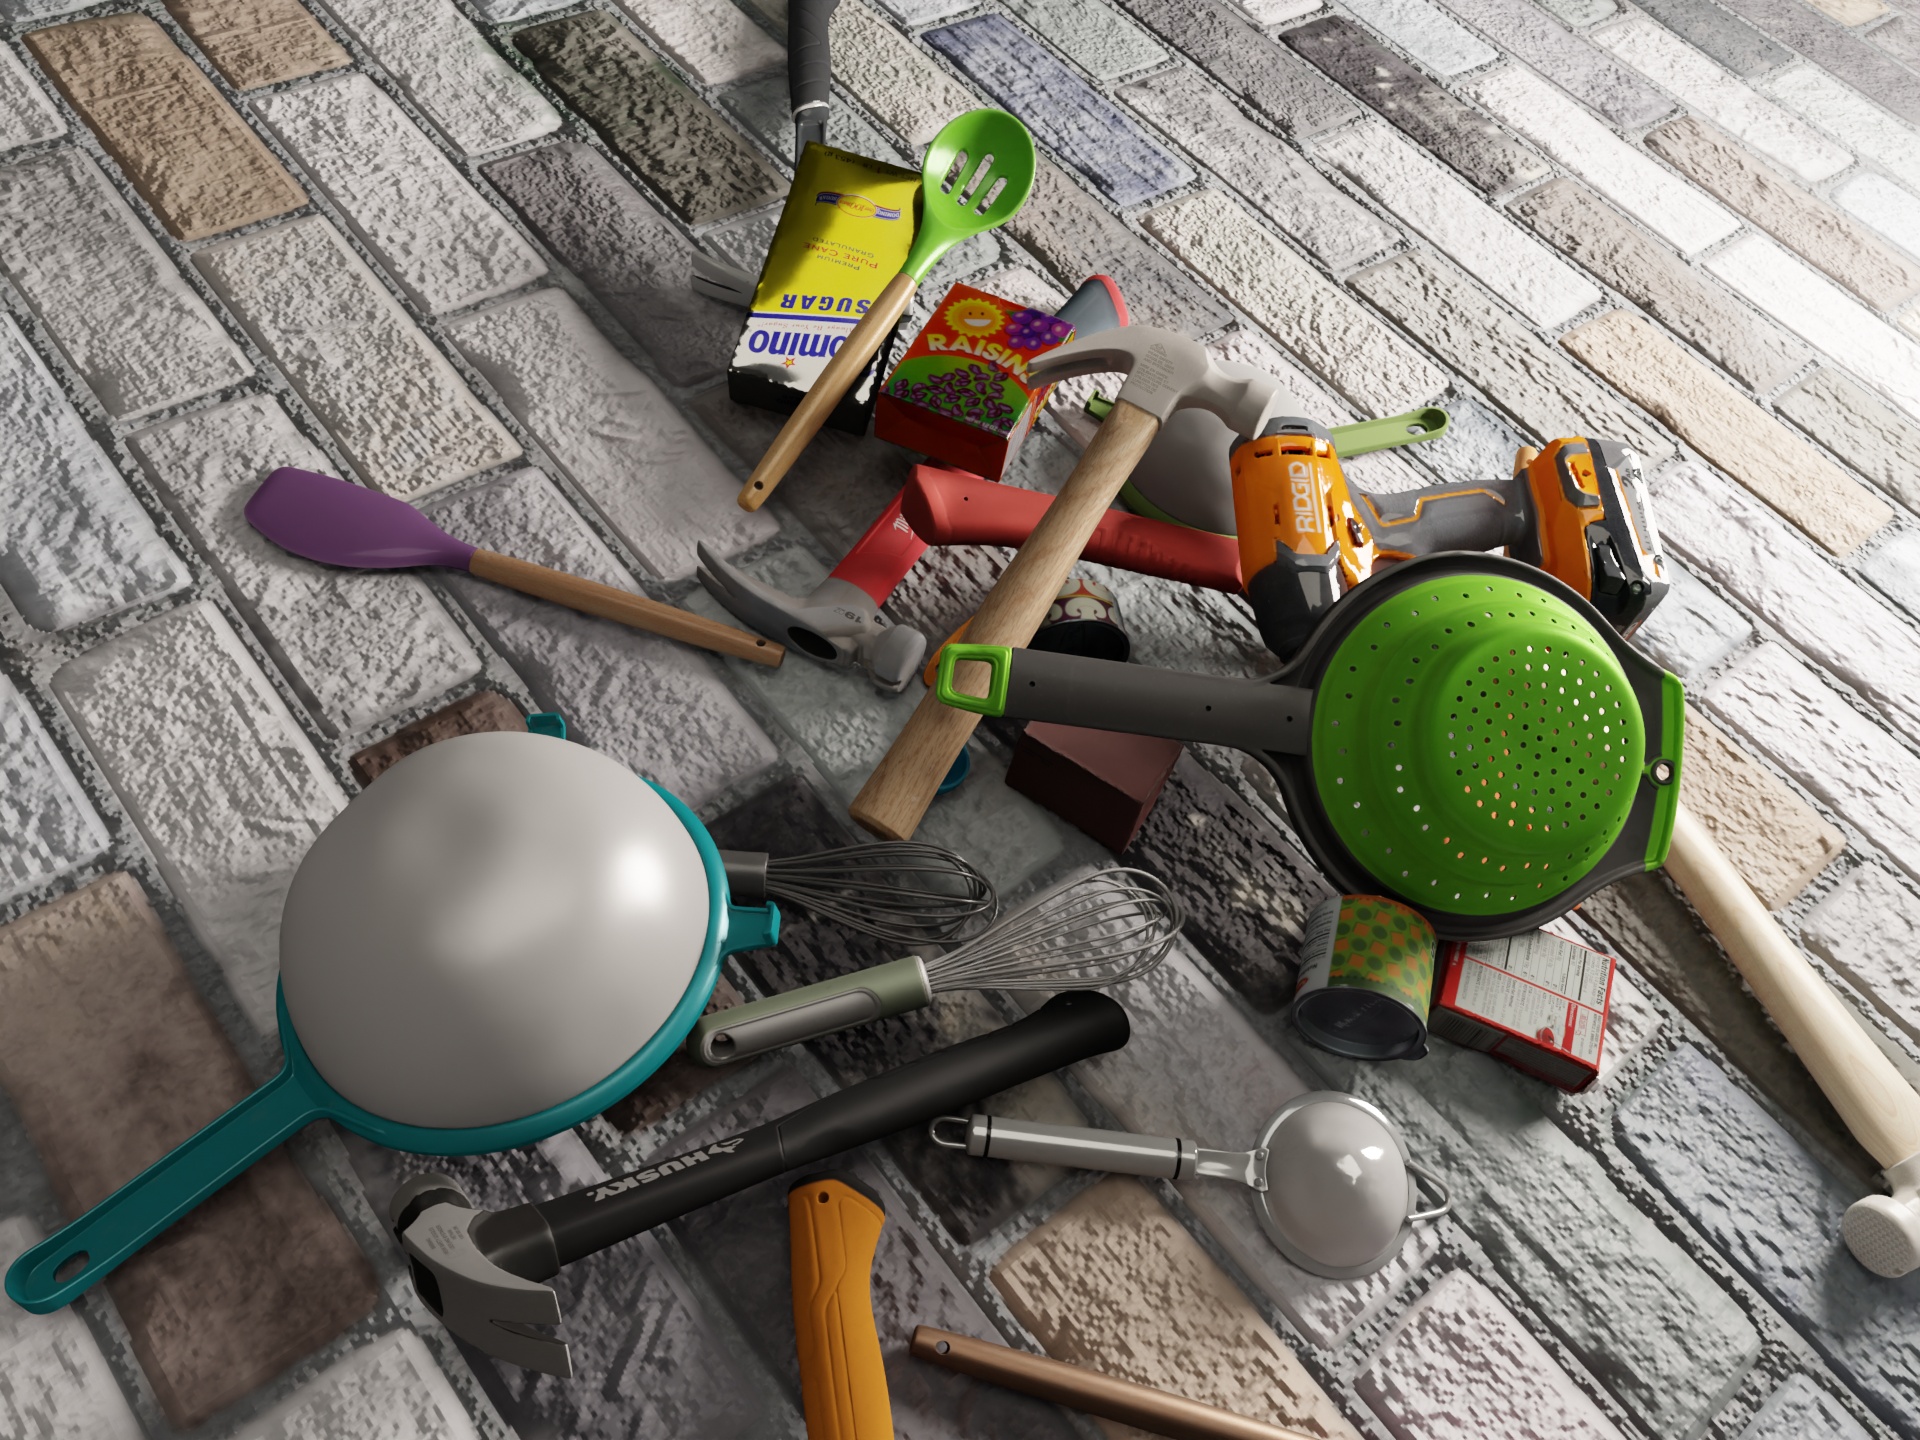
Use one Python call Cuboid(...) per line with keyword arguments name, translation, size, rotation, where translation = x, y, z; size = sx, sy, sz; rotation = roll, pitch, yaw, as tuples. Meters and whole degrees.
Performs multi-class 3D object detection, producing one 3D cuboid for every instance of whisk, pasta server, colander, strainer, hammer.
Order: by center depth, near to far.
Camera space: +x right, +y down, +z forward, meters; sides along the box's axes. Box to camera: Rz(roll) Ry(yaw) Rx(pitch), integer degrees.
Cuboid(name="hammer", translation=(-0.042, 0.339, 0.612), size=(0.127, 0.034, 0.337), rotation=(-9, 53, -3))
Cuboid(name="pasta server", translation=(0.132, 0.307, 0.677), size=(0.316, 0.040, 0.060), rotation=(16, 65, 1))
Cuboid(name="strainer", translation=(-0.260, 0.113, 0.681), size=(0.340, 0.095, 0.211), rotation=(-38, 56, -25))
Cuboid(name="hammer", translation=(-0.066, 0.183, 0.694), size=(0.334, 0.146, 0.035), rotation=(-15, 103, -29))
Cuboid(name="strainer", translation=(0.113, 0.208, 0.746), size=(0.258, 0.050, 0.087), rotation=(7, 68, -2))
Cuboid(name="whisk", translation=(-0.010, 0.123, 0.759), size=(0.246, 0.057, 0.059), rotation=(-15, 17, -7))
Cuboid(name="colander", translation=(0.187, 0.000, 0.787), size=(0.397, 0.094, 0.204), rotation=(8, 86, -4))
Cuboid(name="whisk", translation=(-0.099, 0.080, 0.793), size=(0.239, 0.055, 0.055), rotation=(5, 53, -3))
Cuboid(name="hammer", translation=(0.038, -0.079, 0.860), size=(0.130, 0.031, 0.331), rotation=(29, 74, 12))
Cuboid(name="hammer", translation=(0.433, 0.095, 0.897), size=(0.146, 0.038, 0.411), rotation=(-15, 58, -23))
Cuboid(name="hammer", translation=(0.143, -0.104, 0.946), size=(0.359, 0.036, 0.149), rotation=(12, 62, -11))
Cuboid(name="hammer", translation=(-0.006, -0.178, 1.004), size=(0.143, 0.038, 0.386), rotation=(28, 54, 11))
Cuboid(name="strainer", translation=(0.220, -0.194, 1.042), size=(0.256, 0.069, 0.152), rotation=(-13, 58, -18))
Cuboid(name="hammer", translation=(-0.116, -0.435, 1.172), size=(0.149, 0.036, 0.409), rotation=(2, 53, -9))

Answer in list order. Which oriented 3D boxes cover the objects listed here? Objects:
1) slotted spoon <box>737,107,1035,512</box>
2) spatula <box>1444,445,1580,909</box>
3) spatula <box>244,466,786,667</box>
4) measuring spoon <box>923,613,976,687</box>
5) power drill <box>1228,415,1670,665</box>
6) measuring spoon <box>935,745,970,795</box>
Cuboid(name="slotted spoon", translation=(-0.049, -0.254, 0.984), size=(0.070, 0.031, 0.314), rotation=(33, 74, -4))
Cuboid(name="spatula", translation=(0.325, -0.037, 0.931), size=(0.081, 0.041, 0.323), rotation=(16, 63, -2))
Cuboid(name="spatula", translation=(-0.250, -0.081, 0.894), size=(0.316, 0.018, 0.060), rotation=(17, 54, 2))
Cuboid(name="measuring spoon", translation=(0.015, -0.055, 0.937), size=(0.021, 0.011, 0.117), rotation=(41, 60, 6))
Cuboid(name="power drill", translation=(0.269, -0.088, 0.897), size=(0.226, 0.084, 0.164), rotation=(2, 62, -3))
Cuboid(name="measuring spoon", translation=(-0.001, -0.003, 0.890), size=(0.042, 0.021, 0.129), rotation=(26, 48, 4))
